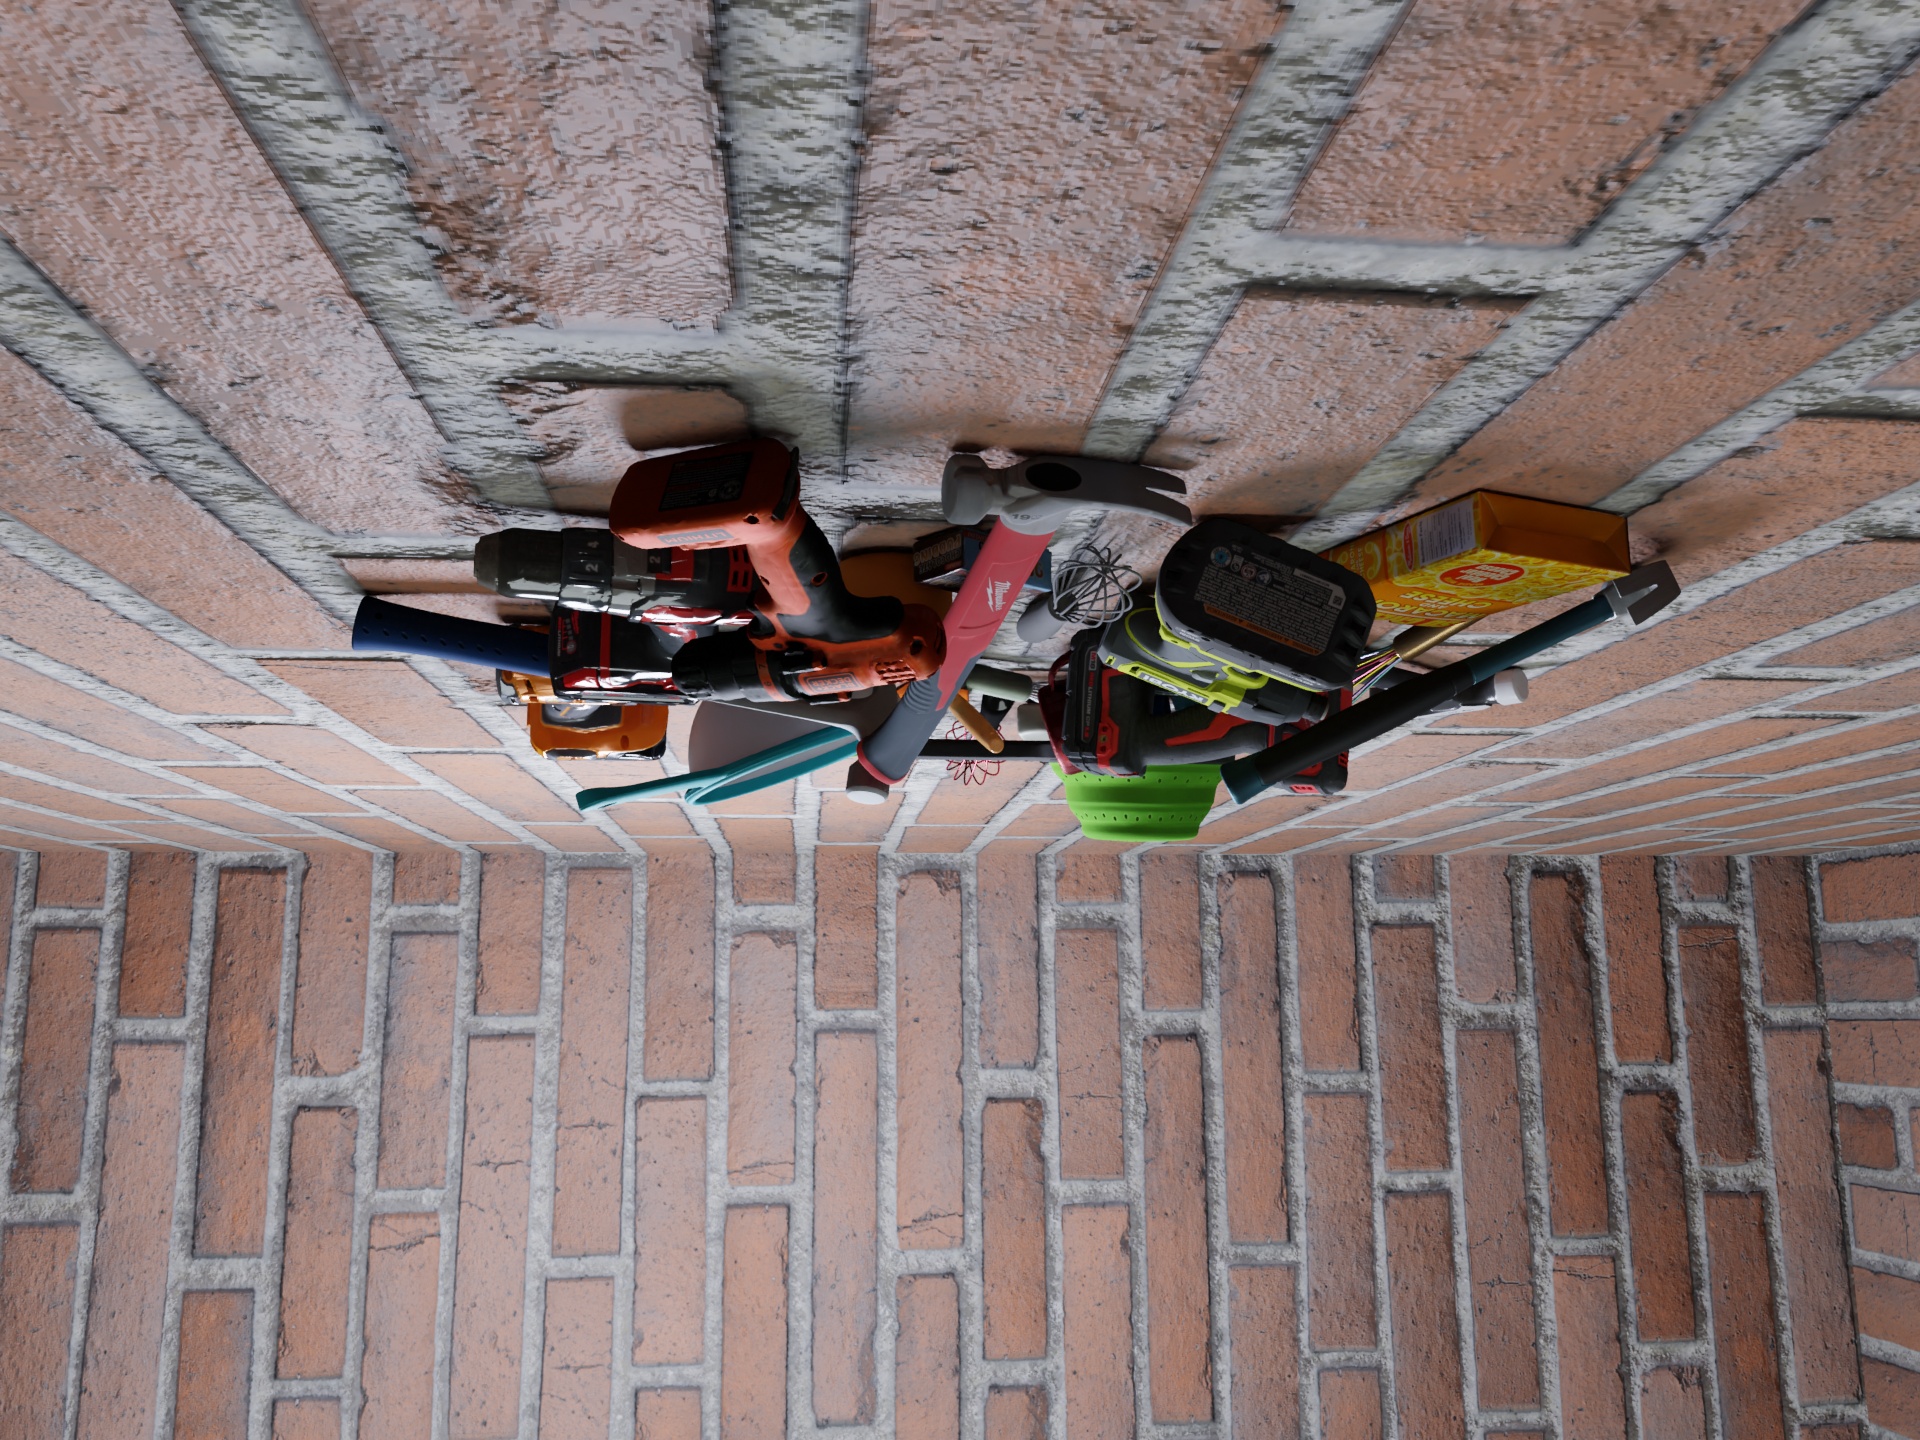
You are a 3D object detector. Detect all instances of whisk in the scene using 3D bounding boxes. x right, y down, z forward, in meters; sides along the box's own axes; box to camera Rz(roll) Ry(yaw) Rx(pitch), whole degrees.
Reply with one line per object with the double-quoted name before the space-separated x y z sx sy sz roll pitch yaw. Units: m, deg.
"whisk" 0.326 -0.050 1.228 0.047 0.051 0.245 -19 168 -39
"whisk" 0.064 -0.027 1.429 0.246 0.058 0.059 12 173 -32
"whisk" 0.025 0.008 1.604 0.073 0.073 0.295 1 164 -6
"whisk" 0.076 -0.082 1.129 0.055 0.055 0.239 2 174 -11

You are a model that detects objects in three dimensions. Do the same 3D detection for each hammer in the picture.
"hammer" -0.244 -0.040 1.203 0.405 0.144 0.035 11 156 -11
"hammer" 0.014 -0.050 1.036 0.143 0.038 0.386 2 154 -17
"hammer" 0.354 -0.041 1.388 0.146 0.035 0.334 -11 166 43
"hammer" 0.329 -0.026 1.075 0.331 0.033 0.128 -26 176 3

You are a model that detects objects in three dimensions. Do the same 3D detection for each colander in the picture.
"colander" 0.090 0.066 1.514 0.397 0.094 0.204 1 178 -1

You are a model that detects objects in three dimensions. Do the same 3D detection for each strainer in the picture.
"strainer" -0.187 0.003 1.306 0.211 0.095 0.340 -24 173 38

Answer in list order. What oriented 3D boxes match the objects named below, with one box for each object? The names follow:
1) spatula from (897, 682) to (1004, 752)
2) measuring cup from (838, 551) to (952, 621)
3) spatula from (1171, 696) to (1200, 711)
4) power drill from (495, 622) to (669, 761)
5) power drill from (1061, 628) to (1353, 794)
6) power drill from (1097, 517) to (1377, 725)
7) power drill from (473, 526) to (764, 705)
"spatula" -0.002 -0.004 1.404 0.081 0.041 0.323 2 -169 -11
"measuring cup" -0.073 -0.078 1.118 0.095 0.052 0.174 7 169 -36
"spatula" 0.244 -0.010 1.604 0.082 0.044 0.317 -2 175 5
"power drill" -0.295 -0.024 1.339 0.164 0.084 0.226 1 166 -9
"power drill" 0.197 -0.018 1.247 0.220 0.143 0.078 2 172 26
"power drill" 0.193 -0.053 1.085 0.171 0.080 0.223 22 170 1
"power drill" -0.231 -0.075 1.065 0.187 0.080 0.226 3 167 -18
